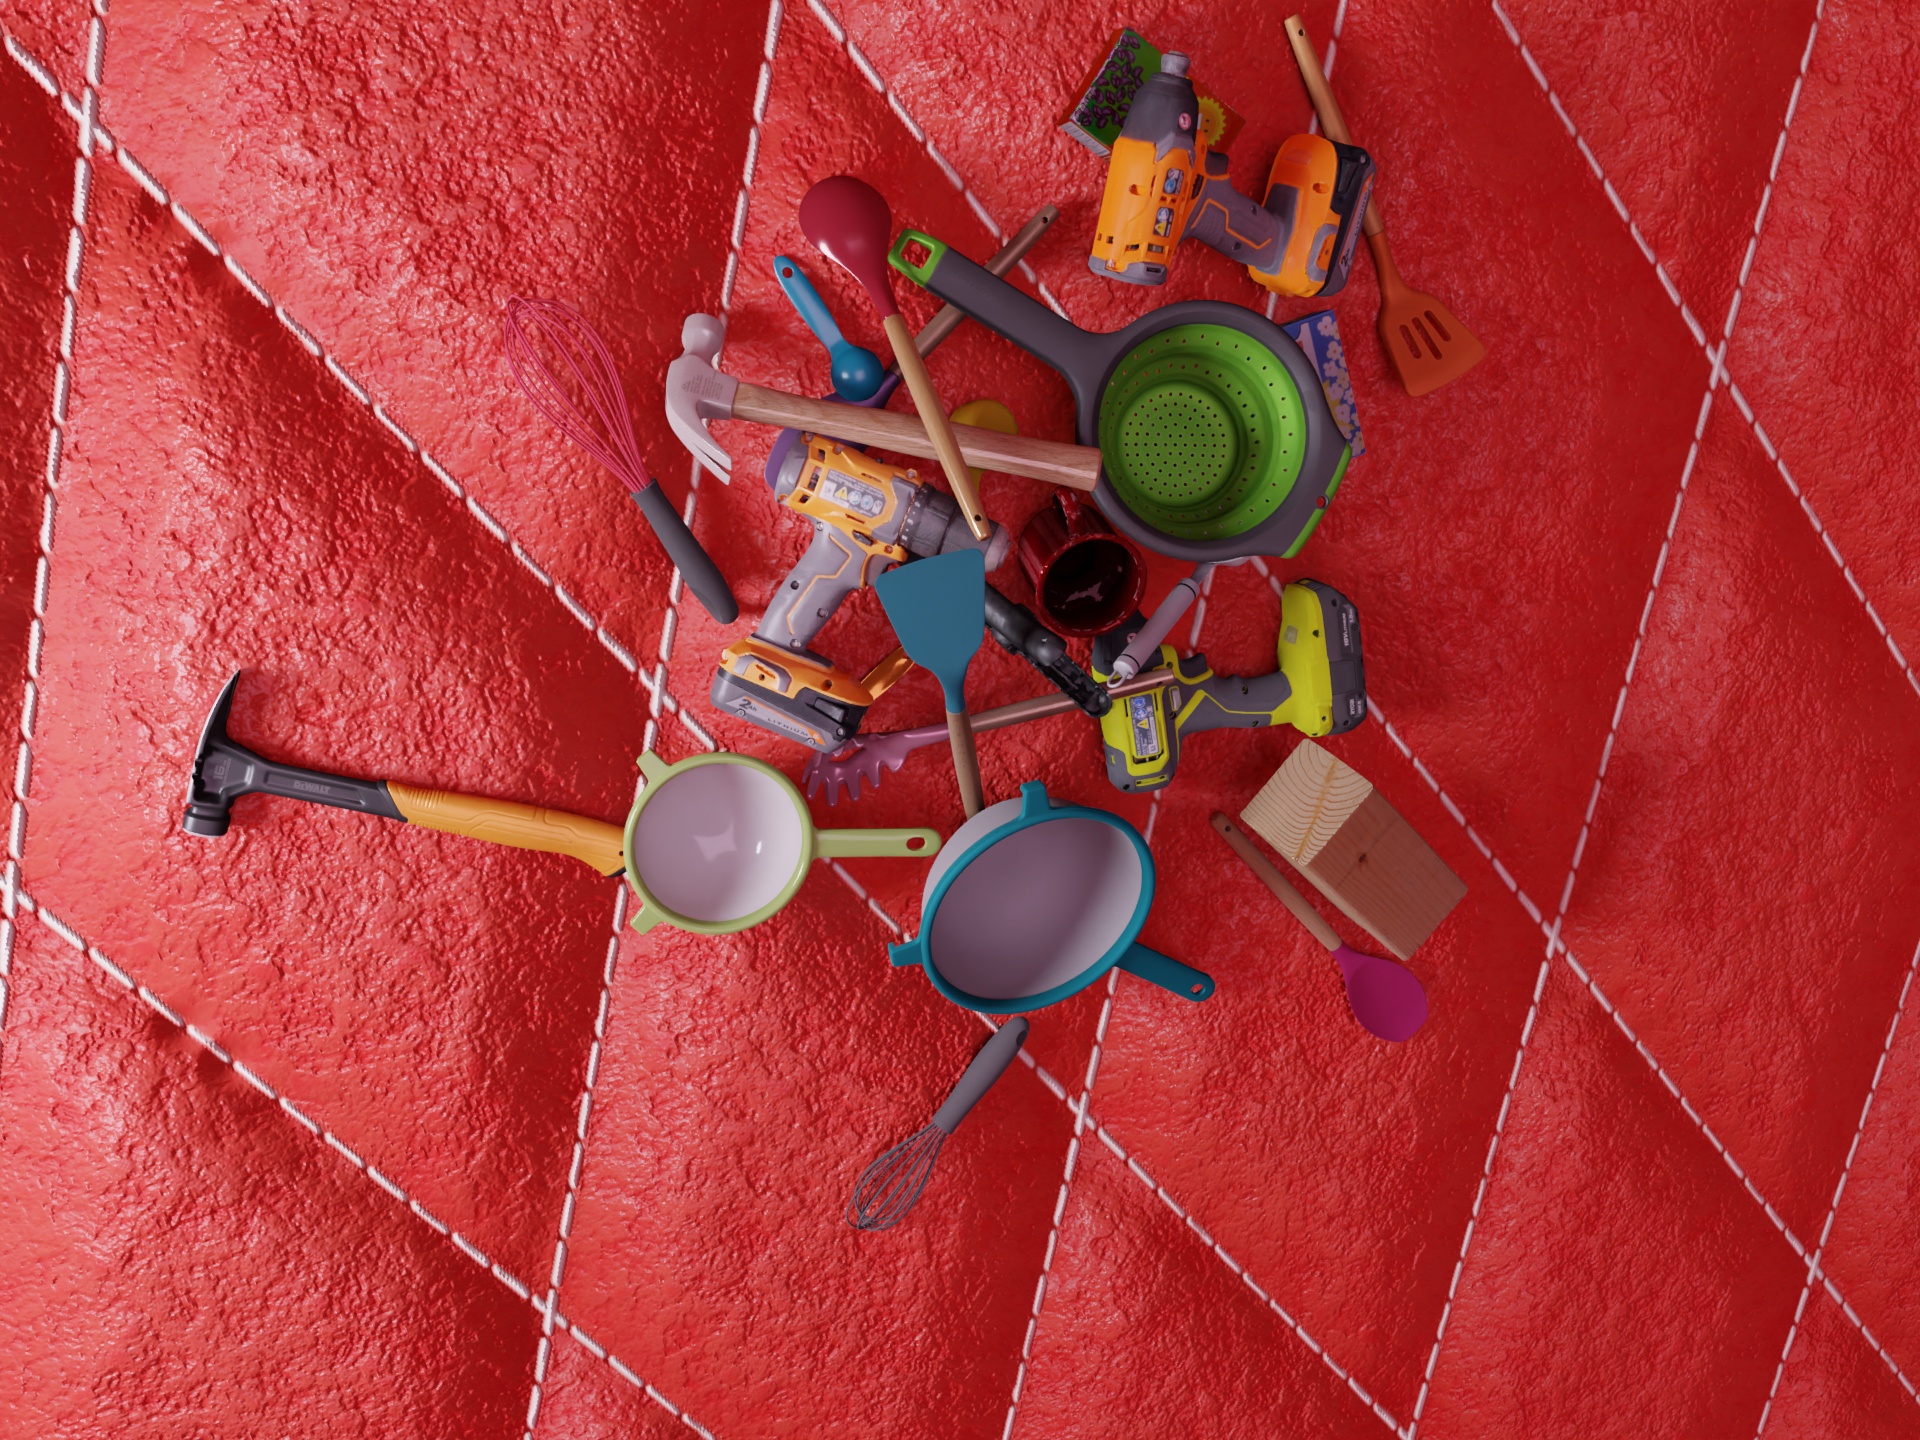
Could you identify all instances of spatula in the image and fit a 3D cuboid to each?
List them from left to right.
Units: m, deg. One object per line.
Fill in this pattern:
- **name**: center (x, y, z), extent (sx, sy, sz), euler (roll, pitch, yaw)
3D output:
- **spatula**: center (-0.036, -0.294, 1.260), extent (0.316, 0.018, 0.059), euler (-45, 105, 0)
- **spatula**: center (-0.002, -0.004, 1.256), extent (0.082, 0.044, 0.317), euler (-17, 142, -6)
- **spatula**: center (0.340, -0.427, 1.316), extent (0.081, 0.041, 0.322), euler (-30, 108, -5)

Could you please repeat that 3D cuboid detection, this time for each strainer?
- **strainer**: center (-0.146, 0.092, 1.297), extent (0.256, 0.069, 0.151), euler (1, 103, -16)
- **strainer**: center (0.096, 0.163, 1.377), extent (0.340, 0.095, 0.211), euler (29, 106, -37)
- **strainer**: center (0.189, -0.111, 1.300), extent (0.258, 0.087, 0.050), euler (-49, 135, -30)

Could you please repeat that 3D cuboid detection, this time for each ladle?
- **ladle**: center (-0.042, -0.274, 1.179), extent (0.069, 0.031, 0.315), euler (-21, 80, -7)

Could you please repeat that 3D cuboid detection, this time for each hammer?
- **hammer**: center (-0.414, 0.060, 1.238), extent (0.336, 0.034, 0.127), euler (14, 100, -18)
- **hammer**: center (-0.057, -0.217, 1.195), extent (0.331, 0.031, 0.130), euler (11, 62, -4)

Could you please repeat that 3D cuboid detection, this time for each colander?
- **colander**: center (0.116, -0.268, 1.274), extent (0.397, 0.094, 0.204), euler (30, 88, -8)

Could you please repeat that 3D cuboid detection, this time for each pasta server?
- **pasta server**: center (0.023, 0.006, 1.306), extent (0.316, 0.040, 0.060), euler (-14, 137, 2)

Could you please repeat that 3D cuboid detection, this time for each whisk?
- **whisk**: center (-0.252, -0.194, 1.209), extent (0.073, 0.073, 0.295), euler (-34, 114, -5)
- **whisk**: center (-0.018, 0.357, 1.410), extent (0.055, 0.055, 0.239), euler (40, 86, -20)

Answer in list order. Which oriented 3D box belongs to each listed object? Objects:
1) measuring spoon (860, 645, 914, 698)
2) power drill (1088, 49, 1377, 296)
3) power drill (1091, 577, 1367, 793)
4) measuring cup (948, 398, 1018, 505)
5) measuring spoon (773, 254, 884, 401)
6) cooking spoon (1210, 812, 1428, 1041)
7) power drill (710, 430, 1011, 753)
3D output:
- **measuring spoon**: center (-0.077, -0.027, 1.320), extent (0.117, 0.011, 0.021), euler (-42, 109, -6)
- **power drill**: center (0.210, -0.412, 1.223), extent (0.226, 0.084, 0.164), euler (-3, 116, -33)
- **power drill**: center (0.225, -0.043, 1.361), extent (0.223, 0.080, 0.171), euler (-12, 106, -9)
- **measuring cup**: center (0.014, -0.182, 1.266), extent (0.062, 0.029, 0.156), euler (14, 78, -32)
- **measuring spoon**: center (-0.104, -0.305, 1.230), extent (0.042, 0.021, 0.128), euler (-36, 102, -1)
- **cooking spoon**: center (0.333, 0.192, 1.476), extent (0.069, 0.017, 0.318), euler (-44, 110, 1)
- **power drill**: center (-0.079, -0.091, 1.239), extent (0.185, 0.084, 0.226), euler (22, 100, 1)
